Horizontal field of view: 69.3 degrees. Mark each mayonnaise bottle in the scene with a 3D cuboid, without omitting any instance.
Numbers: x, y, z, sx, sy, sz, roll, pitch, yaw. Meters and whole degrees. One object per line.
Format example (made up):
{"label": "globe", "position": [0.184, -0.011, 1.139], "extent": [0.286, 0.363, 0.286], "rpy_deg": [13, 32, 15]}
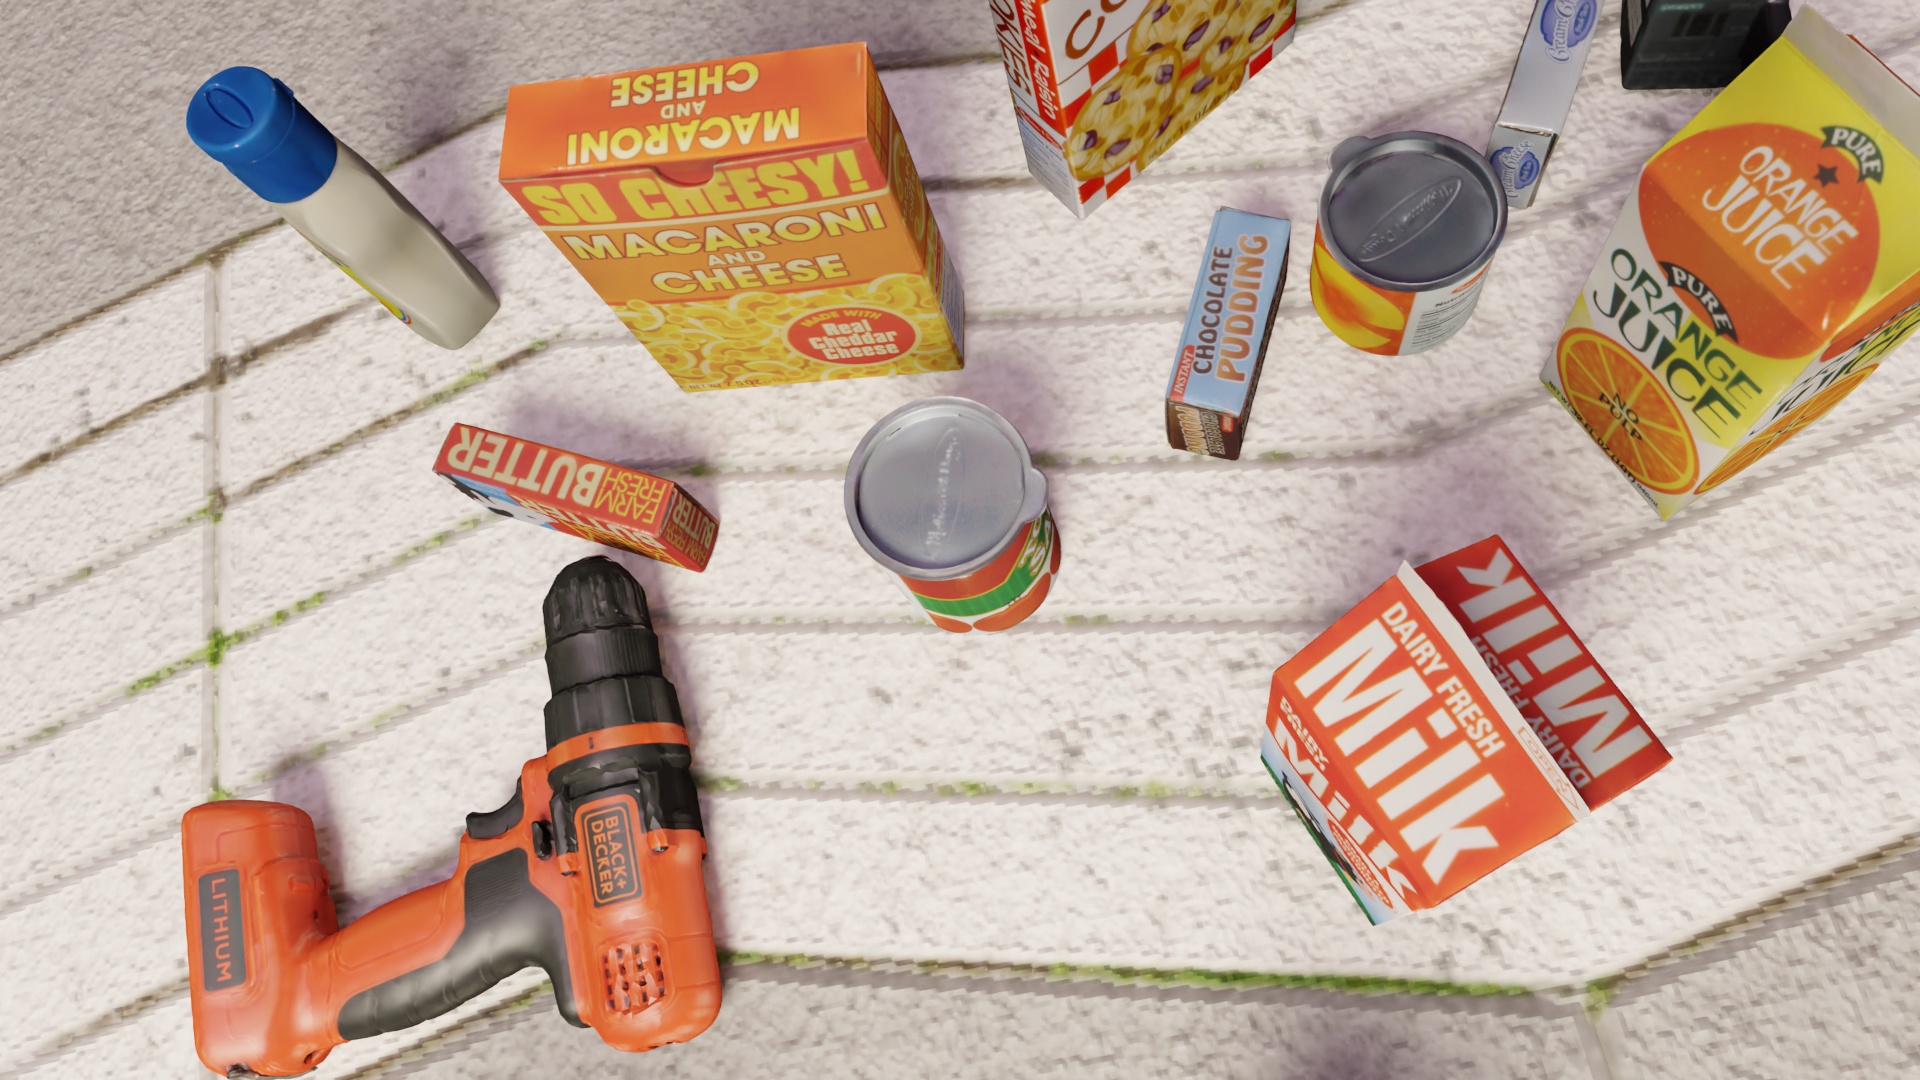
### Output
{"label": "mayonnaise bottle", "position": [-0.248, -0.132, 0.564], "extent": [0.065, 0.147, 0.041], "rpy_deg": [39, 83, 20]}

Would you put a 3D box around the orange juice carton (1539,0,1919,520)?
{"label": "orange juice carton", "position": [0.249, -0.081, 0.428], "extent": [0.073, 0.192, 0.072], "rpy_deg": [-32, 69, -1]}

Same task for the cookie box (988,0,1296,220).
{"label": "cookie box", "position": [0.070, -0.212, 0.520], "extent": [0.123, 0.167, 0.040], "rpy_deg": [-41, 70, -4]}

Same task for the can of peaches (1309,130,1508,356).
{"label": "can of peaches", "position": [0.166, -0.112, 0.526], "extent": [0.071, 0.058, 0.071], "rpy_deg": [-3, 71, 10]}

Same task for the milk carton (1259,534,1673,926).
{"label": "milk carton", "position": [0.138, 0.060, 0.403], "extent": [0.073, 0.190, 0.072], "rpy_deg": [-32, 69, 0]}

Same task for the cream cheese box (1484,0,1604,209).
{"label": "cream cheese box", "position": [0.230, -0.187, 0.542], "extent": [0.024, 0.053, 0.104], "rpy_deg": [18, 76, 16]}

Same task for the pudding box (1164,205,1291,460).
{"label": "pudding box", "position": [0.102, -0.079, 0.531], "extent": [0.030, 0.049, 0.084], "rpy_deg": [14, 75, 15]}

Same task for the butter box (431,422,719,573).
{"label": "butter box", "position": [-0.152, -0.017, 0.557], "extent": [0.103, 0.053, 0.024], "rpy_deg": [15, 76, 15]}

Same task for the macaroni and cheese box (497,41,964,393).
{"label": "macaroni and cheese box", "position": [-0.073, -0.109, 0.512], "extent": [0.124, 0.166, 0.040], "rpy_deg": [-4, 72, 10]}

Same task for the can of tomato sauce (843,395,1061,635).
{"label": "can of tomato sauce", "position": [0.002, -0.006, 0.508], "extent": [0.071, 0.083, 0.071], "rpy_deg": [-3, 71, 10]}
